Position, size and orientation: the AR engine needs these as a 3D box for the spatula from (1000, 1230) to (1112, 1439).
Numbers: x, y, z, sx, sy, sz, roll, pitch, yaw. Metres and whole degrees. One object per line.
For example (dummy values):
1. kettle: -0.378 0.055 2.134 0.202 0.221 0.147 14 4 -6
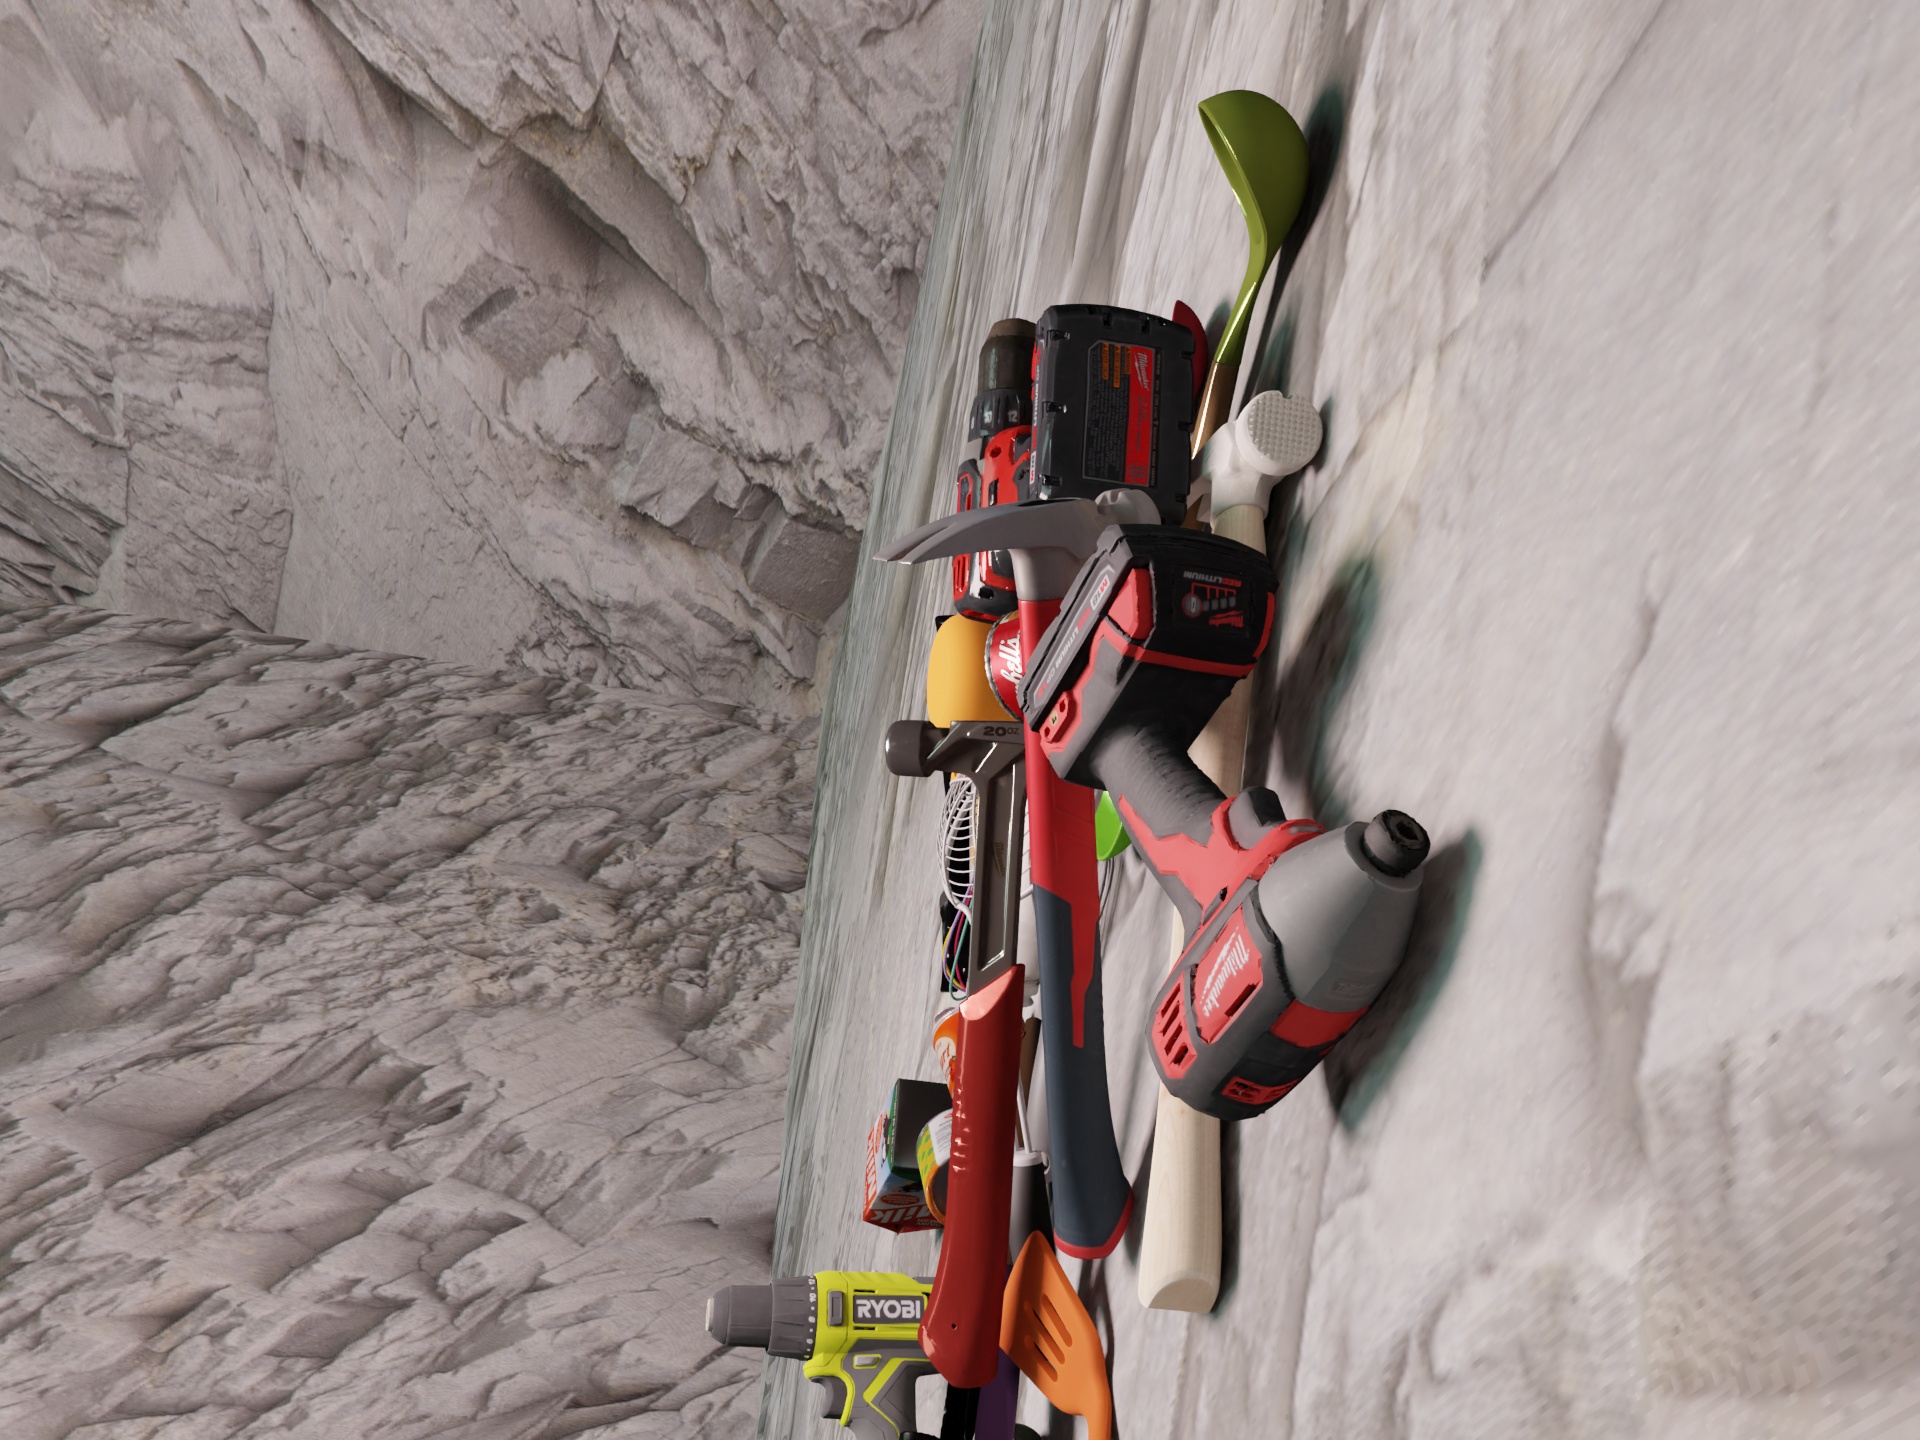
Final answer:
1. spatula: 0.062 0.383 0.749 0.323 0.041 0.081 -102 28 -64

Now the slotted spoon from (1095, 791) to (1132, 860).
1. slotted spoon: 0.079 -0.070 0.956 0.070 0.031 0.314 126 140 -67

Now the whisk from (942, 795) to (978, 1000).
1. whisk: 0.013 0.117 1.155 0.047 0.051 0.244 43 142 39

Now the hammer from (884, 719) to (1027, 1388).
1. hammer: 0.024 0.180 0.855 0.036 0.149 0.359 -7 -80 -70

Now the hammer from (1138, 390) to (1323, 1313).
1. hammer: 0.115 0.061 0.753 0.146 0.038 0.411 131 147 -76

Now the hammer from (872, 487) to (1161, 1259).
1. hammer: 0.039 0.089 0.769 0.038 0.143 0.386 16 114 53

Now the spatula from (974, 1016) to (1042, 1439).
1. spatula: 0.032 0.314 0.973 0.316 0.018 0.059 -81 16 -46

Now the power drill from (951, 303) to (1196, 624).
1. power drill: 0.051 -0.162 0.895 0.226 0.080 0.188 158 117 -73

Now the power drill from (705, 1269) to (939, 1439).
1. power drill: -0.086 0.503 1.116 0.080 0.190 0.229 111 161 -54

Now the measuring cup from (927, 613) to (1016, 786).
1. measuring cup: -0.002 -0.003 1.044 0.173 0.052 0.095 119 151 -54

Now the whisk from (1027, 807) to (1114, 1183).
1. whisk: 0.060 0.165 0.972 0.055 0.055 0.239 -167 82 -81

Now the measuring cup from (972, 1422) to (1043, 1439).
1. measuring cup: 0.037 0.441 0.872 0.167 0.038 0.083 156 122 -77

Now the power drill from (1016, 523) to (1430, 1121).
1. power drill: 0.103 0.028 0.626 0.143 0.078 0.220 -61 33 38

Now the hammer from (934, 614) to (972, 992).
1. hammer: -0.002 0.066 1.273 0.146 0.035 0.334 -93 3 -60

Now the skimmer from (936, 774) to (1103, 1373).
1. skimmer: 0.051 0.184 0.916 0.127 0.090 0.363 -9 89 53

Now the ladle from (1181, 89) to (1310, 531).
1. ladle: 0.125 -0.168 0.854 0.078 0.062 0.320 -92 11 -63

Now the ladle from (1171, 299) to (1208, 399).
1. ladle: 0.107 -0.141 1.029 0.315 0.031 0.069 108 178 -55
